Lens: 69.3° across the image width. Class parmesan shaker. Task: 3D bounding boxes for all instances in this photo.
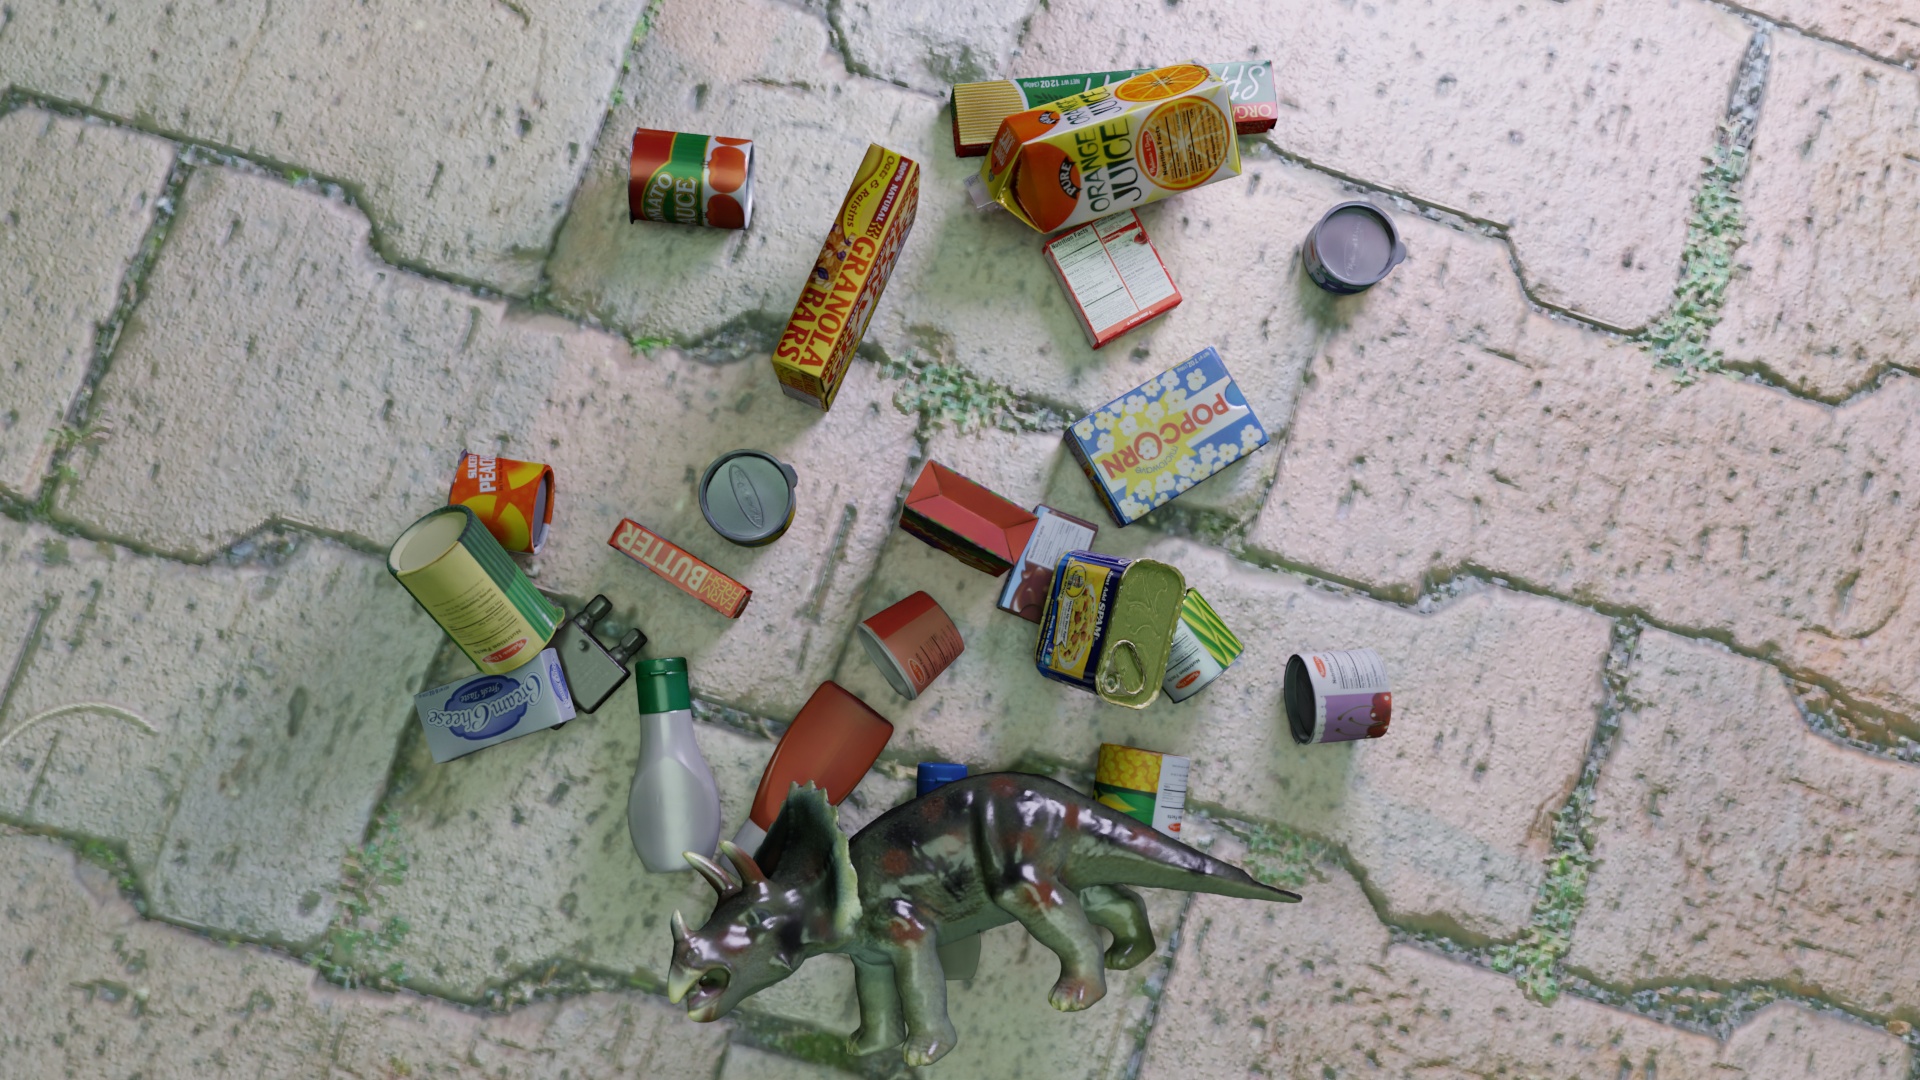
[{"bbox_3d":[-0.327,0.032,0.941,0.071,0.071,0.102,-32,128,-6],"label":"parmesan shaker"}]

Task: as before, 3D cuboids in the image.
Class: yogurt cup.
[{"bbox_3d":[-0.034,0.072,0.993,0.054,0.072,0.072,-36,88,-14],"label":"yogurt cup"}]

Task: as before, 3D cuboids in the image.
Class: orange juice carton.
[{"bbox_3d":[0.098,-0.282,1.012,0.193,0.072,0.072,-17,123,2],"label":"orange juice carton"}]

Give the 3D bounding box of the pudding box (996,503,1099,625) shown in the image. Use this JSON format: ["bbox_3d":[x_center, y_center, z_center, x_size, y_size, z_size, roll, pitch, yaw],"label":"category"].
[{"bbox_3d":[0.063,0.020,1.021,0.050,0.030,0.084,21,84,-3],"label":"pudding box"}]

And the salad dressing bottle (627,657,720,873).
[{"bbox_3d":[-0.205,0.157,0.982,0.064,0.044,0.147,-6,84,-4],"label":"salad dressing bottle"}]

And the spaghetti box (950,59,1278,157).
[{"bbox_3d":[0.118,-0.330,1.060,0.250,0.028,0.050,-6,86,-5],"label":"spaghetti box"}]

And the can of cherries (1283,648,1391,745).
[{"bbox_3d":[0.274,0.115,1.012,0.058,0.071,0.071,-4,85,-6],"label":"can of cherries"}]

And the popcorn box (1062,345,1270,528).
[{"bbox_3d":[0.152,-0.076,1.033,0.127,0.038,0.085,-30,86,-6],"label":"popcorn box"}]

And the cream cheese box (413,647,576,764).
[{"bbox_3d":[-0.326,0.116,0.973,0.104,0.024,0.053,-19,88,10],"label":"cream cheese box"}]

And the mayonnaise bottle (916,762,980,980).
[{"bbox_3d":[-0.016,0.234,0.990,0.065,0.041,0.148,3,83,-5],"label":"mayonnaise bottle"}]

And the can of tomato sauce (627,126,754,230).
[{"bbox_3d":[-0.195,-0.261,1.010,0.083,0.071,0.071,5,85,-4],"label":"can of tomato sauce"}]

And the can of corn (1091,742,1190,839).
[{"bbox_3d":[0.126,0.178,0.994,0.071,0.071,0.058,10,84,-3],"label":"can of corn"}]

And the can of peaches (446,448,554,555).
[{"bbox_3d":[-0.322,-0.027,0.977,0.058,0.071,0.071,9,84,-4],"label":"can of peaches"}]

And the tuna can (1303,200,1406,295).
[{"bbox_3d":[0.300,-0.222,1.061,0.071,0.033,0.071,0,85,-4],"label":"tuna can"}]

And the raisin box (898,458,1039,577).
[{"bbox_3d":[0.003,-0.012,0.973,0.086,0.123,0.040,28,83,-1],"label":"raisin box"}]

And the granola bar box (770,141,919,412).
[{"bbox_3d":[-0.079,-0.181,0.983,0.039,0.124,0.165,24,84,-1],"label":"granola bar box"}]

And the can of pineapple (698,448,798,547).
[{"bbox_3d":[-0.150,-0.029,0.996,0.071,0.058,0.071,0,85,-4],"label":"can of pineapple"}]

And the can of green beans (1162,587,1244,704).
[{"bbox_3d":[0.161,0.075,1.005,0.071,0.071,0.058,-38,88,-7],"label":"can of green beans"}]

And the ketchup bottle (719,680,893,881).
[{"bbox_3d":[-0.113,0.175,0.986,0.065,0.043,0.149,36,83,0],"label":"ketchup bottle"}]

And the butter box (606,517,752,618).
[{"bbox_3d":[-0.198,0.020,0.990,0.103,0.053,0.024,31,86,-1],"label":"butter box"}]
